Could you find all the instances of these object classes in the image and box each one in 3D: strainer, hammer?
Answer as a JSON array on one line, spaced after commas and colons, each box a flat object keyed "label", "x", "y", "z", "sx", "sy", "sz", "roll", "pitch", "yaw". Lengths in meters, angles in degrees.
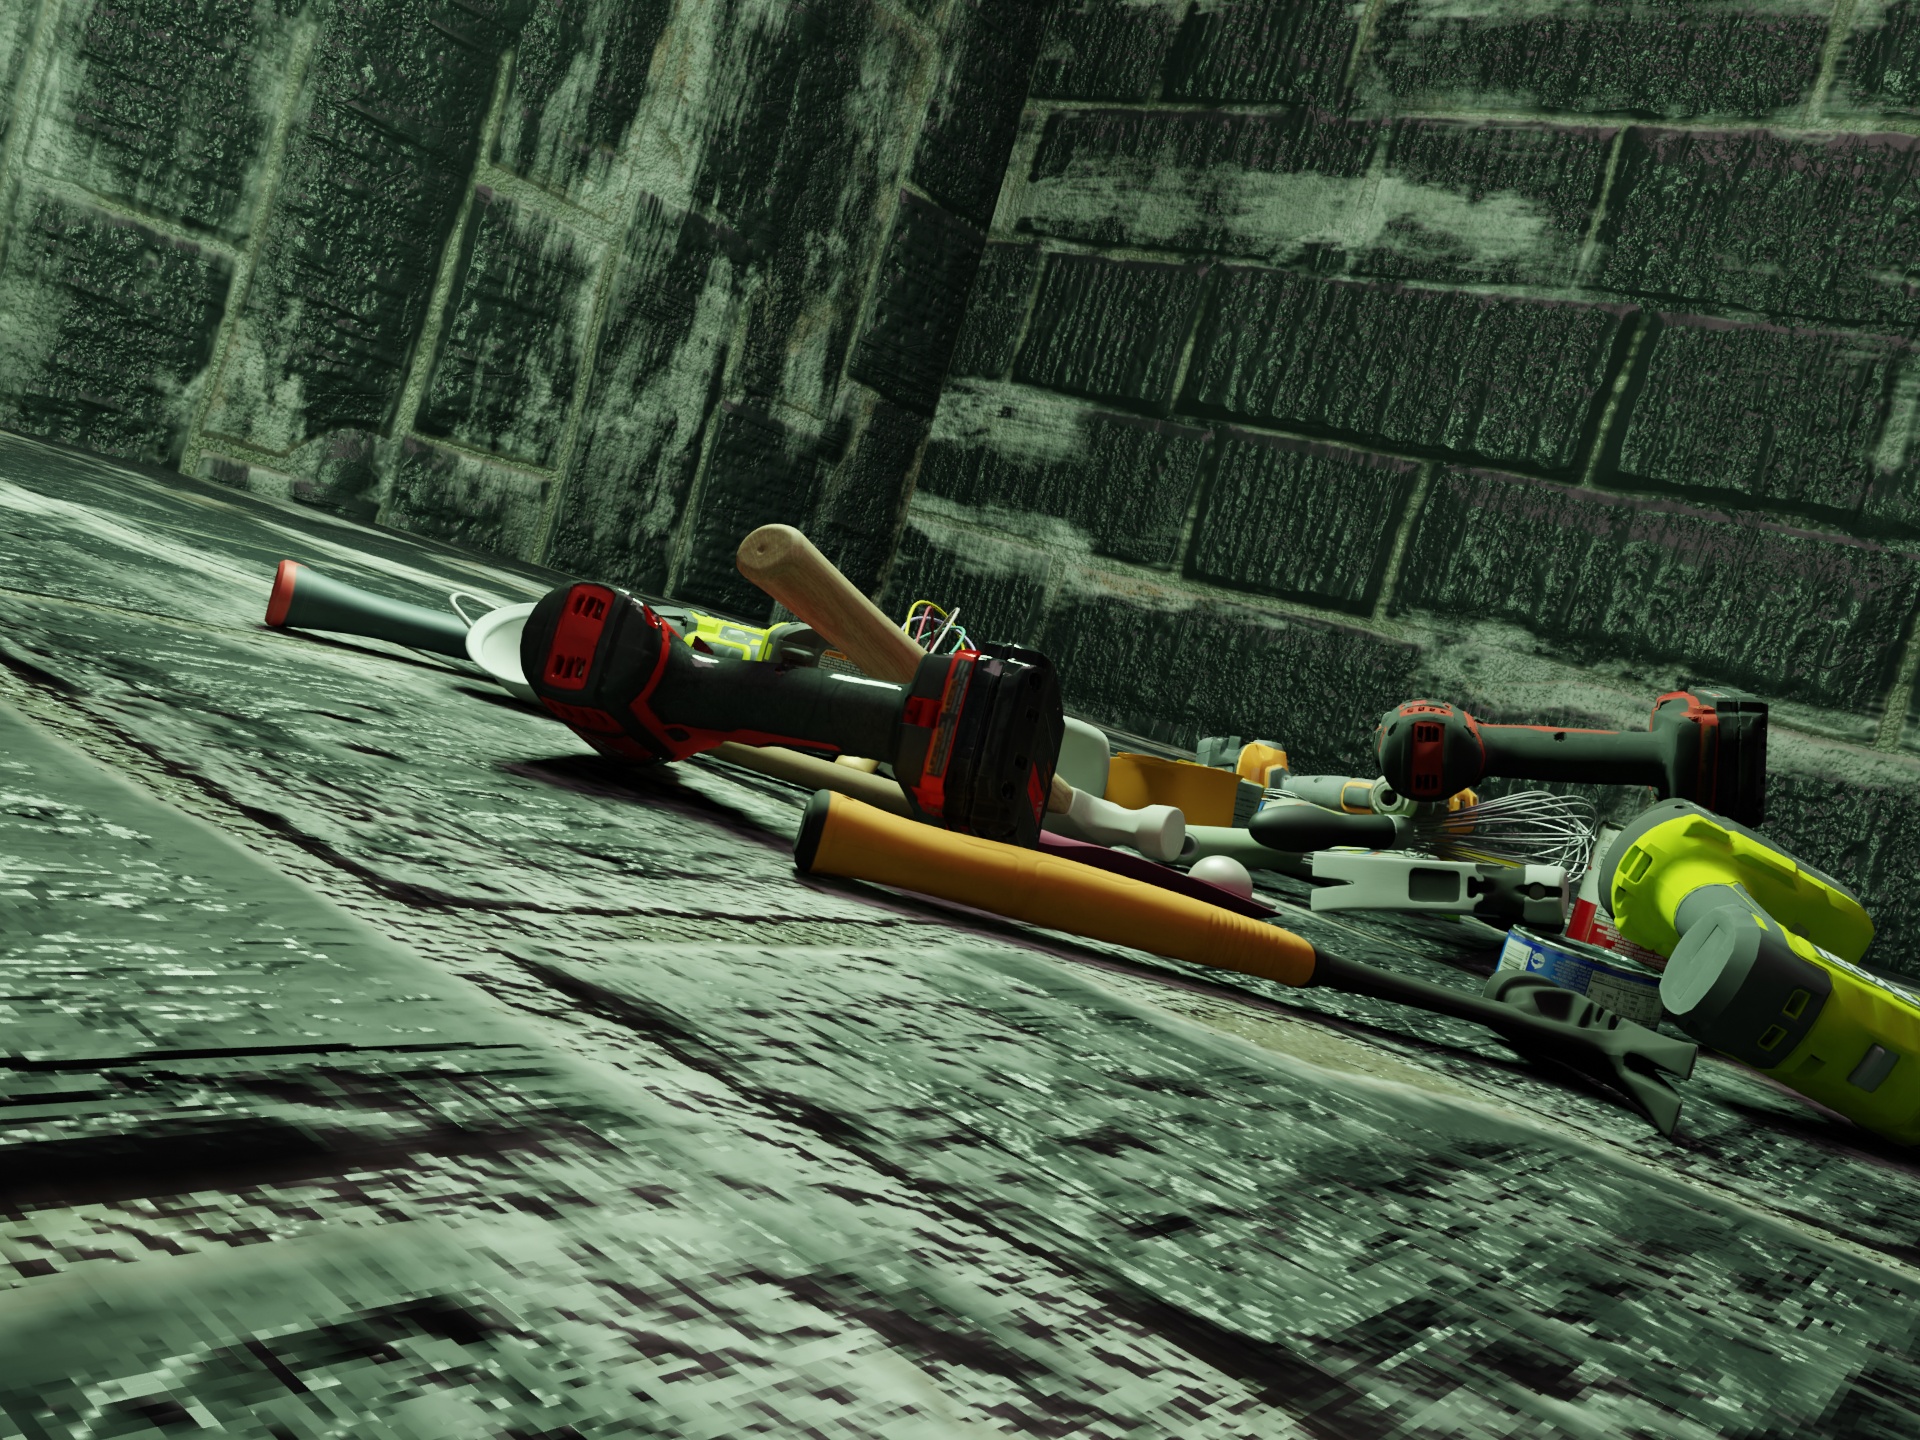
[{"label": "strainer", "x": -0.159, "y": -0.017, "z": 0.834, "sx": 0.258, "sy": 0.050, "sz": 0.087, "roll": 14, "pitch": 32, "yaw": 18}, {"label": "hammer", "x": 0.339, "y": 0.120, "z": 1.036, "sx": 0.146, "sy": 0.035, "sz": 0.334, "roll": 1, "pitch": -9, "yaw": 29}, {"label": "hammer", "x": 0.102, "y": 0.086, "z": 0.604, "sx": 0.336, "sy": 0.034, "sz": 0.127, "roll": 16, "pitch": 2, "yaw": -8}, {"label": "hammer", "x": -0.006, "y": -0.005, "z": 0.801, "sx": 0.130, "sy": 0.031, "sz": 0.331, "roll": 6, "pitch": -21, "yaw": 34}, {"label": "hammer", "x": -0.201, "y": -0.024, "z": 0.936, "sx": 0.386, "sy": 0.038, "sz": 0.143, "roll": 15, "pitch": 5, "yaw": -30}]

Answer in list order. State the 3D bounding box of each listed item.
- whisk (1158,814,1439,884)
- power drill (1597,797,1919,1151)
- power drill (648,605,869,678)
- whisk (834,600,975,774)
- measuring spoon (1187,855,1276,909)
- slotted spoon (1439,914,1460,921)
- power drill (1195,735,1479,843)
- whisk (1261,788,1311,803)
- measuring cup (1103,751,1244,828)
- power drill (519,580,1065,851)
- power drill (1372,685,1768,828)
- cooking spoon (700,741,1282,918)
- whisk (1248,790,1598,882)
[{"label": "whisk", "x": 0.220, "y": 0.085, "z": 1.038, "sx": 0.246, "sy": 0.058, "sz": 0.059, "roll": 6, "pitch": 0, "yaw": -33}, {"label": "power drill", "x": 0.416, "y": 0.129, "z": 0.770, "sx": 0.190, "sy": 0.080, "sz": 0.228, "roll": 27, "pitch": 16, "yaw": 0}, {"label": "power drill", "x": -0.151, "y": -0.040, "z": 1.184, "sx": 0.171, "sy": 0.080, "sz": 0.223, "roll": 13, "pitch": 1, "yaw": -44}, {"label": "whisk", "x": -0.037, "y": -0.018, "z": 0.958, "sx": 0.051, "sy": 0.047, "sz": 0.245, "roll": -4, "pitch": 23, "yaw": 16}, {"label": "measuring spoon", "x": 0.153, "y": 0.088, "z": 0.859, "sx": 0.034, "sy": 0.018, "sz": 0.124, "roll": 19, "pitch": -3, "yaw": 26}, {"label": "slotted spoon", "x": 0.227, "y": 0.092, "z": 1.216, "sx": 0.314, "sy": 0.031, "sz": 0.070, "roll": 16, "pitch": 7, "yaw": 18}, {"label": "power drill", "x": 0.314, "y": 0.063, "z": 1.365, "sx": 0.226, "sy": 0.084, "sz": 0.185, "roll": 6, "pitch": -3, "yaw": 31}, {"label": "whisk", "x": 0.192, "y": 0.068, "z": 1.326, "sx": 0.239, "sy": 0.055, "sz": 0.055, "roll": 13, "pitch": 1, "yaw": 31}, {"label": "measuring cup", "x": 0.123, "y": 0.051, "z": 1.011, "sx": 0.095, "sy": 0.052, "sz": 0.173, "roll": 6, "pitch": -4, "yaw": 20}, {"label": "power drill", "x": -0.070, "y": 0.003, "z": 0.699, "sx": 0.220, "sy": 0.079, "sz": 0.143, "roll": 12, "pitch": -16, "yaw": 10}, {"label": "power drill", "x": 0.384, "y": 0.017, "z": 1.032, "sx": 0.227, "sy": 0.080, "sz": 0.188, "roll": 1, "pitch": 5, "yaw": 15}, {"label": "cooking spoon", "x": 0.010, "y": 0.054, "z": 0.821, "sx": 0.319, "sy": 0.017, "sz": 0.068, "roll": 17, "pitch": -6, "yaw": 7}, {"label": "whisk", "x": 0.309, "y": 0.075, "z": 1.035, "sx": 0.284, "sy": 0.070, "sz": 0.070, "roll": 3, "pitch": 8, "yaw": -24}]
